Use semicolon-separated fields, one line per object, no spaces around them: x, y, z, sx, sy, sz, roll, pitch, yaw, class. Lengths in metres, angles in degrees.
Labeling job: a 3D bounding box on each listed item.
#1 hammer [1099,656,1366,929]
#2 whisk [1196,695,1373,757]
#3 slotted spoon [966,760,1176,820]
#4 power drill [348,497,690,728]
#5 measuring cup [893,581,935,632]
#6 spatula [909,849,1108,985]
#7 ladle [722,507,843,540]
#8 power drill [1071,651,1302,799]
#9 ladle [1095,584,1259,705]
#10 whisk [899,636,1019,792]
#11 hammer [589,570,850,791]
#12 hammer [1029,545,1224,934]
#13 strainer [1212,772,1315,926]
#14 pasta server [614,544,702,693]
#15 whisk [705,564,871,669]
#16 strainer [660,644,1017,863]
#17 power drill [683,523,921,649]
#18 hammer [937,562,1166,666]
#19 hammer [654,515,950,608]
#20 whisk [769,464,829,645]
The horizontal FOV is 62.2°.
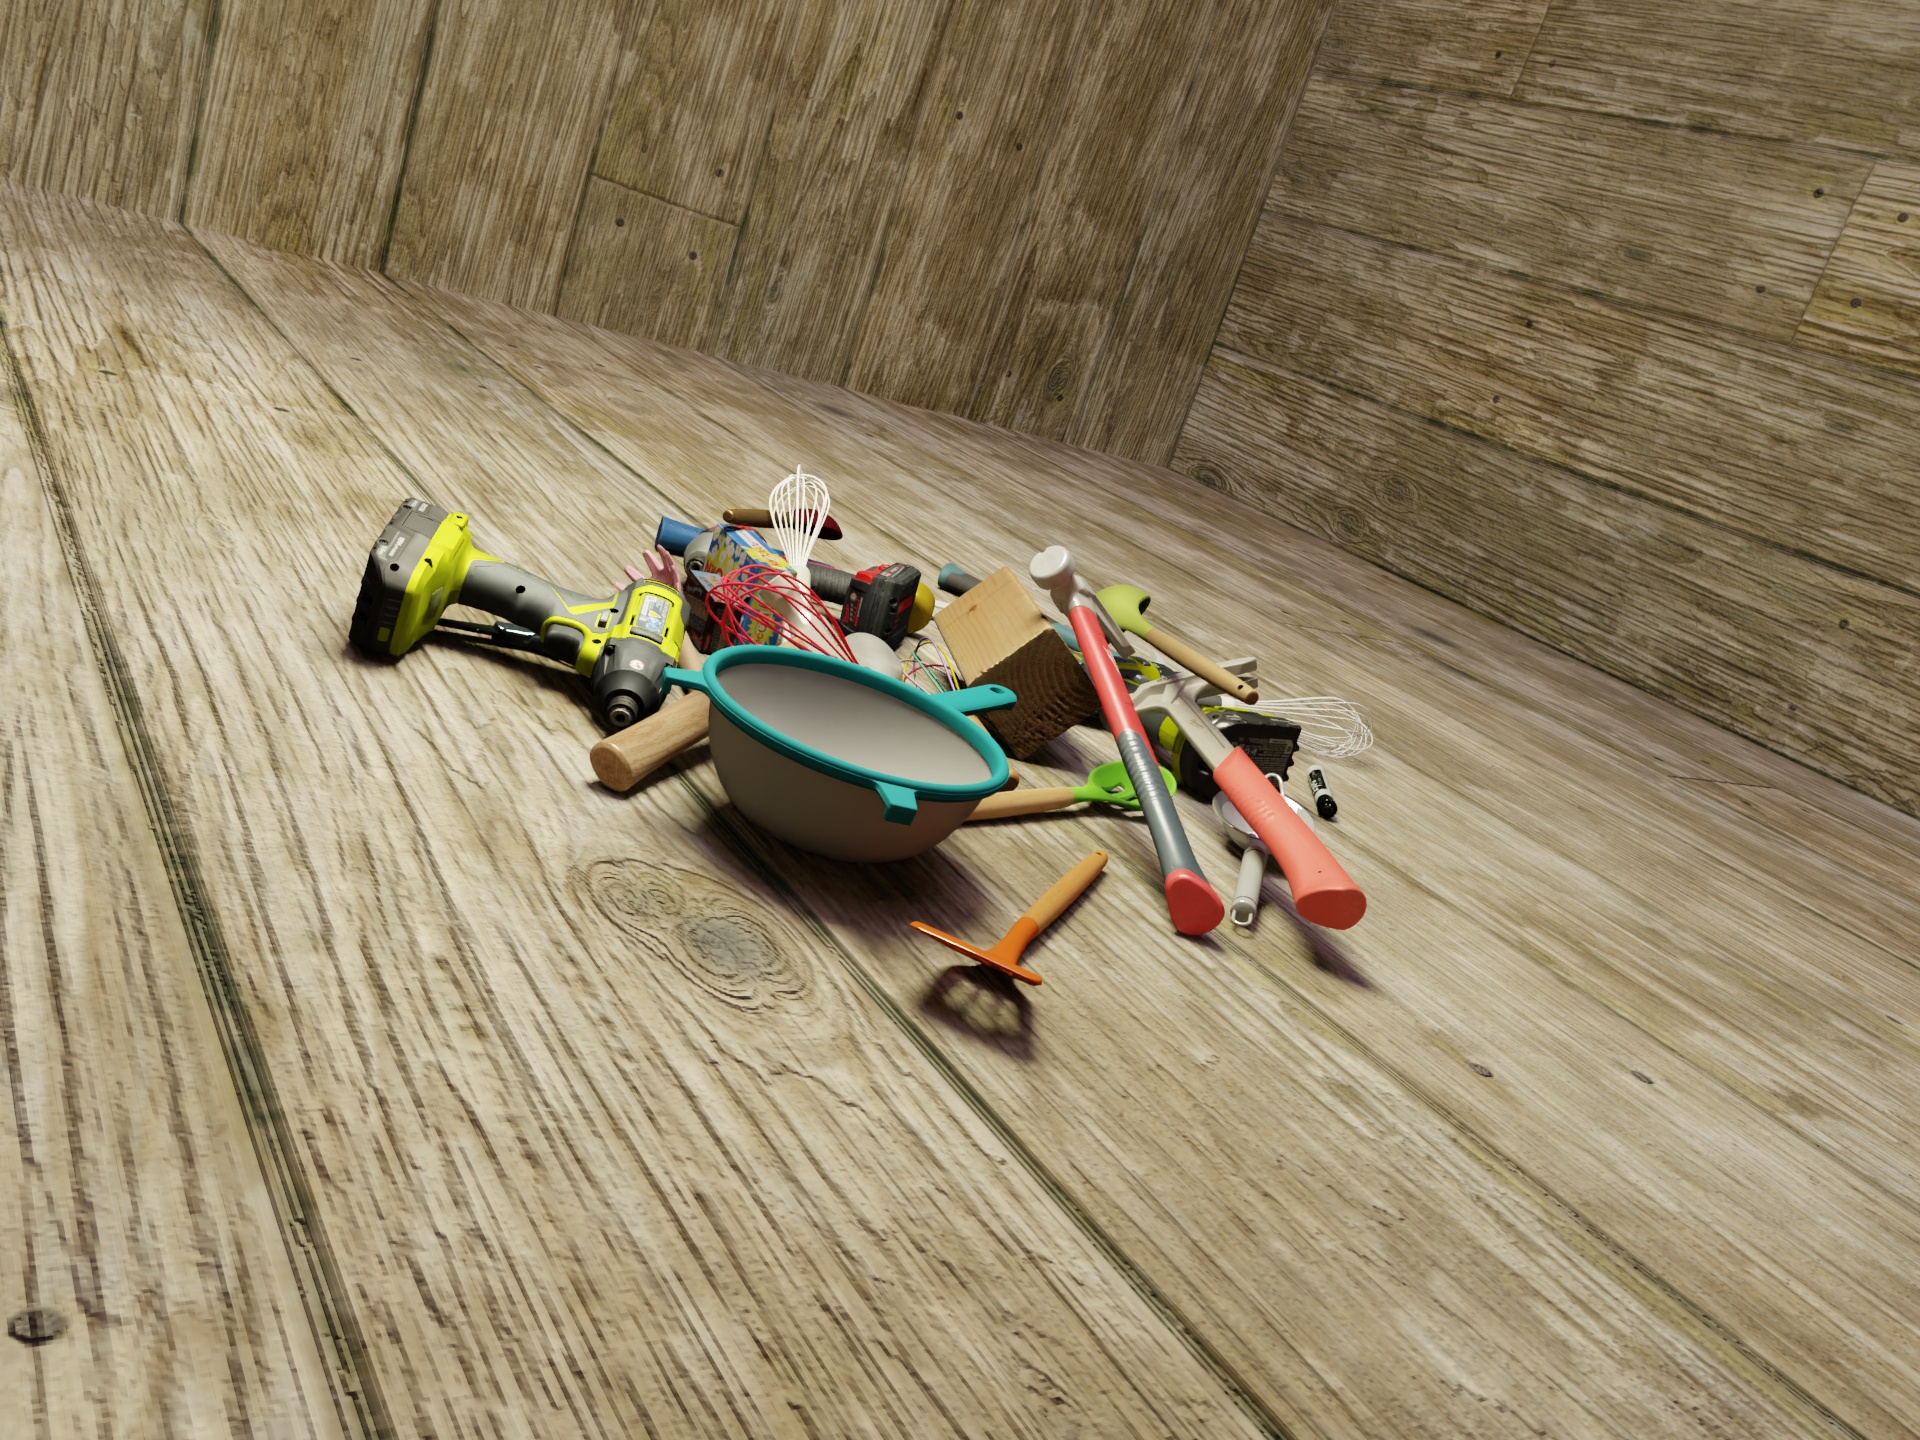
0.236;0.050;1.268;0.149;0.036;0.359;-15;29;-8;hammer
0.311;-0.009;1.699;0.284;0.070;0.070;10;18;-13;whisk
0.065;0.061;1.245;0.070;0.031;0.313;31;22;36;slotted spoon
-0.314;-0.072;1.156;0.223;0.080;0.171;19;28;-13;power drill
-0.104;-0.120;1.624;0.156;0.062;0.029;6;44;-1;measuring cup
0.053;0.119;1.020;0.081;0.041;0.322;22;16;15;spatula
-0.180;-0.198;1.577;0.069;0.031;0.315;13;8;9;ladle
0.212;-0.003;1.525;0.190;0.080;0.229;3;19;-39;power drill
0.188;-0.059;1.414;0.062;0.078;0.320;52;-3;-26;ladle
-0.003;-0.002;1.359;0.047;0.051;0.245;-30;34;-4;whisk
-0.165;-0.016;1.161;0.130;0.031;0.331;53;27;-2;hammer
0.140;0.022;1.247;0.143;0.038;0.387;49;17;-40;hammer
0.231;0.107;1.255;0.087;0.050;0.258;16;21;10;strainer
-0.236;-0.068;1.311;0.040;0.060;0.316;48;3;-31;pasta server
-0.087;-0.038;1.206;0.073;0.073;0.295;34;-1;41;whisk
-0.053;0.029;1.103;0.211;0.095;0.340;28;17;21;strainer
-0.160;-0.135;1.548;0.219;0.078;0.143;17;15;7;power drill
0.095;-0.108;1.810;0.331;0.033;0.128;31;21;35;hammer
-0.124;-0.152;1.705;0.405;0.035;0.144;14;17;-17;hammer
-0.149;-0.140;1.452;0.058;0.059;0.247;-2;51;-2;whisk
